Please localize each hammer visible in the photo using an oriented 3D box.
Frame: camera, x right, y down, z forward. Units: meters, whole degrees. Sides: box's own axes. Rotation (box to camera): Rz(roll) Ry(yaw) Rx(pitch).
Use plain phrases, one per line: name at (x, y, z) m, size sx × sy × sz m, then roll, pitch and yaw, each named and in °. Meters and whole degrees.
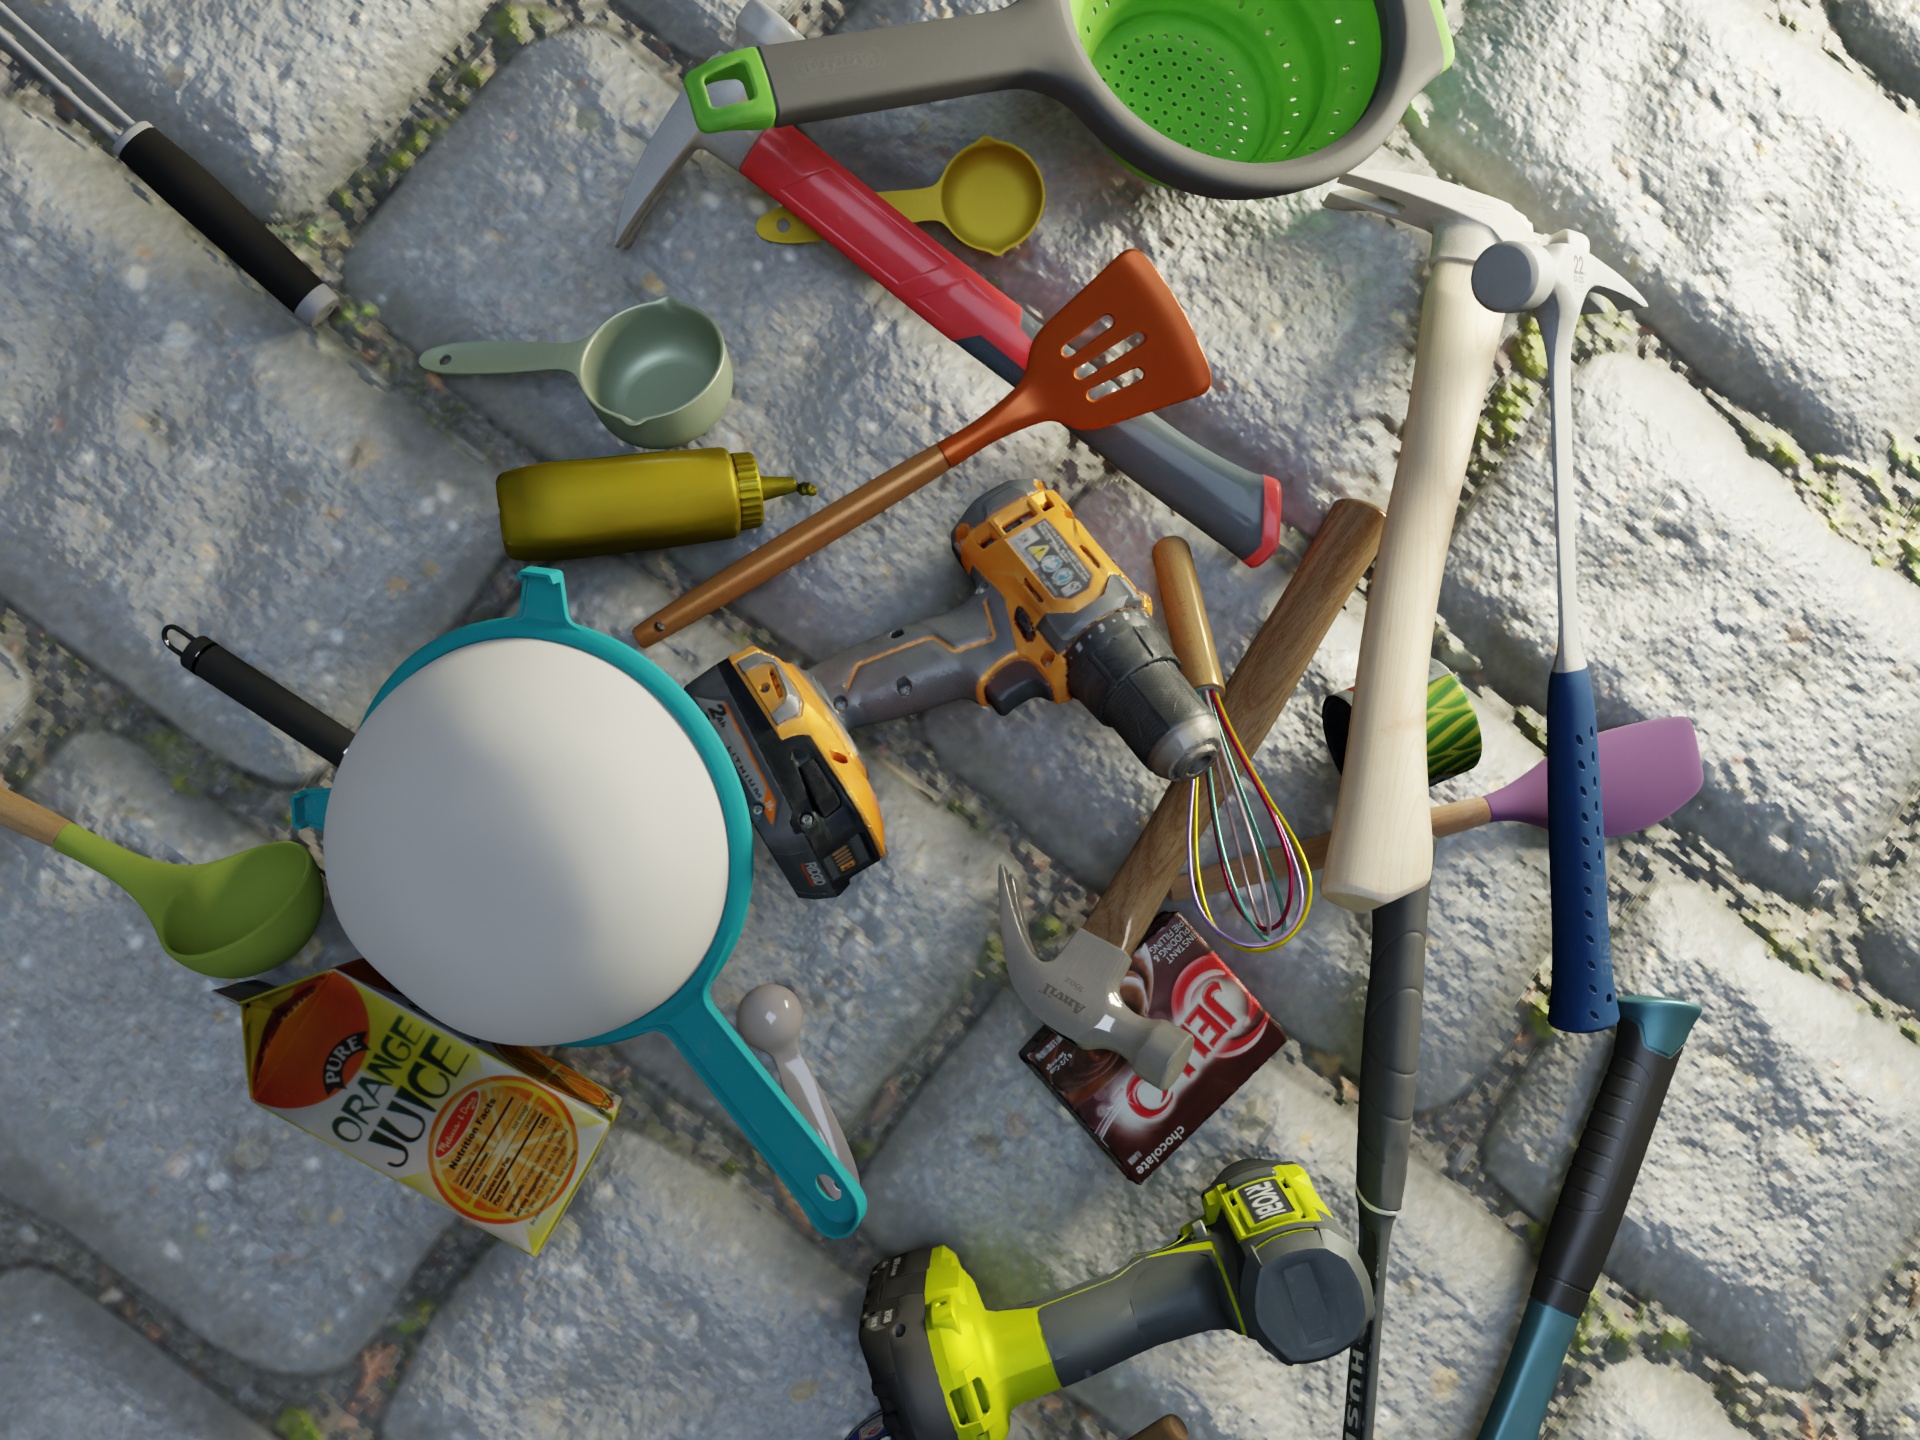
hammer at (0.132, 0.019, 0.831) m, size 0.130 × 0.031 × 0.331 m, roll 26°, pitch 74°, yaw 27°
hammer at (0.228, -0.103, 0.824) m, size 0.146 × 0.038 × 0.411 m, roll 17°, pitch 70°, yaw -4°
hammer at (0.321, 0.299, 0.849) m, size 0.128 × 0.033 × 0.331 m, roll 23°, pitch 83°, yaw -4°
hammer at (0.320, -0.039, 0.829) m, size 0.144 × 0.035 × 0.405 m, roll -15°, pitch 103°, yaw -46°
hammer at (0.208, 0.258, 0.796) m, size 0.036 × 0.149 × 0.409 m, roll 10°, pitch 80°, yaw -12°
hammer at (0.005, -0.196, 0.841) m, size 0.386 × 0.038 × 0.143 m, roll 37°, pitch 103°, yaw -7°

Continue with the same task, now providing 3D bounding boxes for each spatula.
spatula at (0.263, 0.057, 0.869) m, size 0.316 × 0.018 × 0.060 m, roll -13°, pitch 94°, yaw -8°
spatula at (-0.029, -0.123, 0.811) m, size 0.322 × 0.041 × 0.081 m, roll -31°, pitch 100°, yaw 3°

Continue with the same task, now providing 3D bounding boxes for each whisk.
whisk at (0.131, 0.005, 0.797) m, size 0.051 × 0.047 × 0.245 m, roll 18°, pitch 49°, yaw -33°

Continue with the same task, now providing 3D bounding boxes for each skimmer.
skimmer at (-0.464, -0.332, 0.809) m, size 0.363 × 0.090 × 0.127 m, roll 43°, pitch 79°, yaw -12°

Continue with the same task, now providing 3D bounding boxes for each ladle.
ladle at (-0.459, 0.037, 0.769) m, size 0.320 × 0.062 × 0.078 m, roll 26°, pitch 45°, yaw -1°

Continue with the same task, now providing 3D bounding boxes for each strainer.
strainer at (-0.167, 0.113, 0.714) m, size 0.211 × 0.095 × 0.340 m, roll -39°, pitch 89°, yaw 19°
strainer at (-0.292, 0.022, 0.796) m, size 0.258 × 0.050 × 0.086 m, roll 33°, pitch 123°, yaw 2°

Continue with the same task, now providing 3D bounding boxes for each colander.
colander at (0.052, -0.330, 0.818) m, size 0.397 × 0.094 × 0.204 m, roll -15°, pitch 82°, yaw -15°

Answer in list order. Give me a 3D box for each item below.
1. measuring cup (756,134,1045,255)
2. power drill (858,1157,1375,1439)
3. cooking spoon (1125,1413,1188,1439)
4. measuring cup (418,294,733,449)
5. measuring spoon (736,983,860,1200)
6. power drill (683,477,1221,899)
measuring cup at (-0.032, -0.275, 0.860) m, size 0.156 × 0.029 × 0.062 m, roll -6°, pitch 101°, yaw 5°
power drill at (0.072, 0.276, 0.764) m, size 0.223 × 0.171 × 0.080 m, roll -18°, pitch 90°, yaw 1°
cooking spoon at (-0.012, 0.406, 0.741) m, size 0.068 × 0.017 × 0.319 m, roll 45°, pitch 112°, yaw -3°
measuring cup at (-0.198, -0.177, 0.827) m, size 0.167 × 0.038 × 0.083 m, roll 3°, pitch 64°, yaw 11°
measuring spoon at (-0.080, 0.195, 0.818) m, size 0.034 × 0.018 × 0.124 m, roll -24°, pitch 89°, yaw -8°
power drill at (-0.001, -0.003, 0.783) m, size 0.226 × 0.084 × 0.186 m, roll -31°, pitch 60°, yaw -9°
